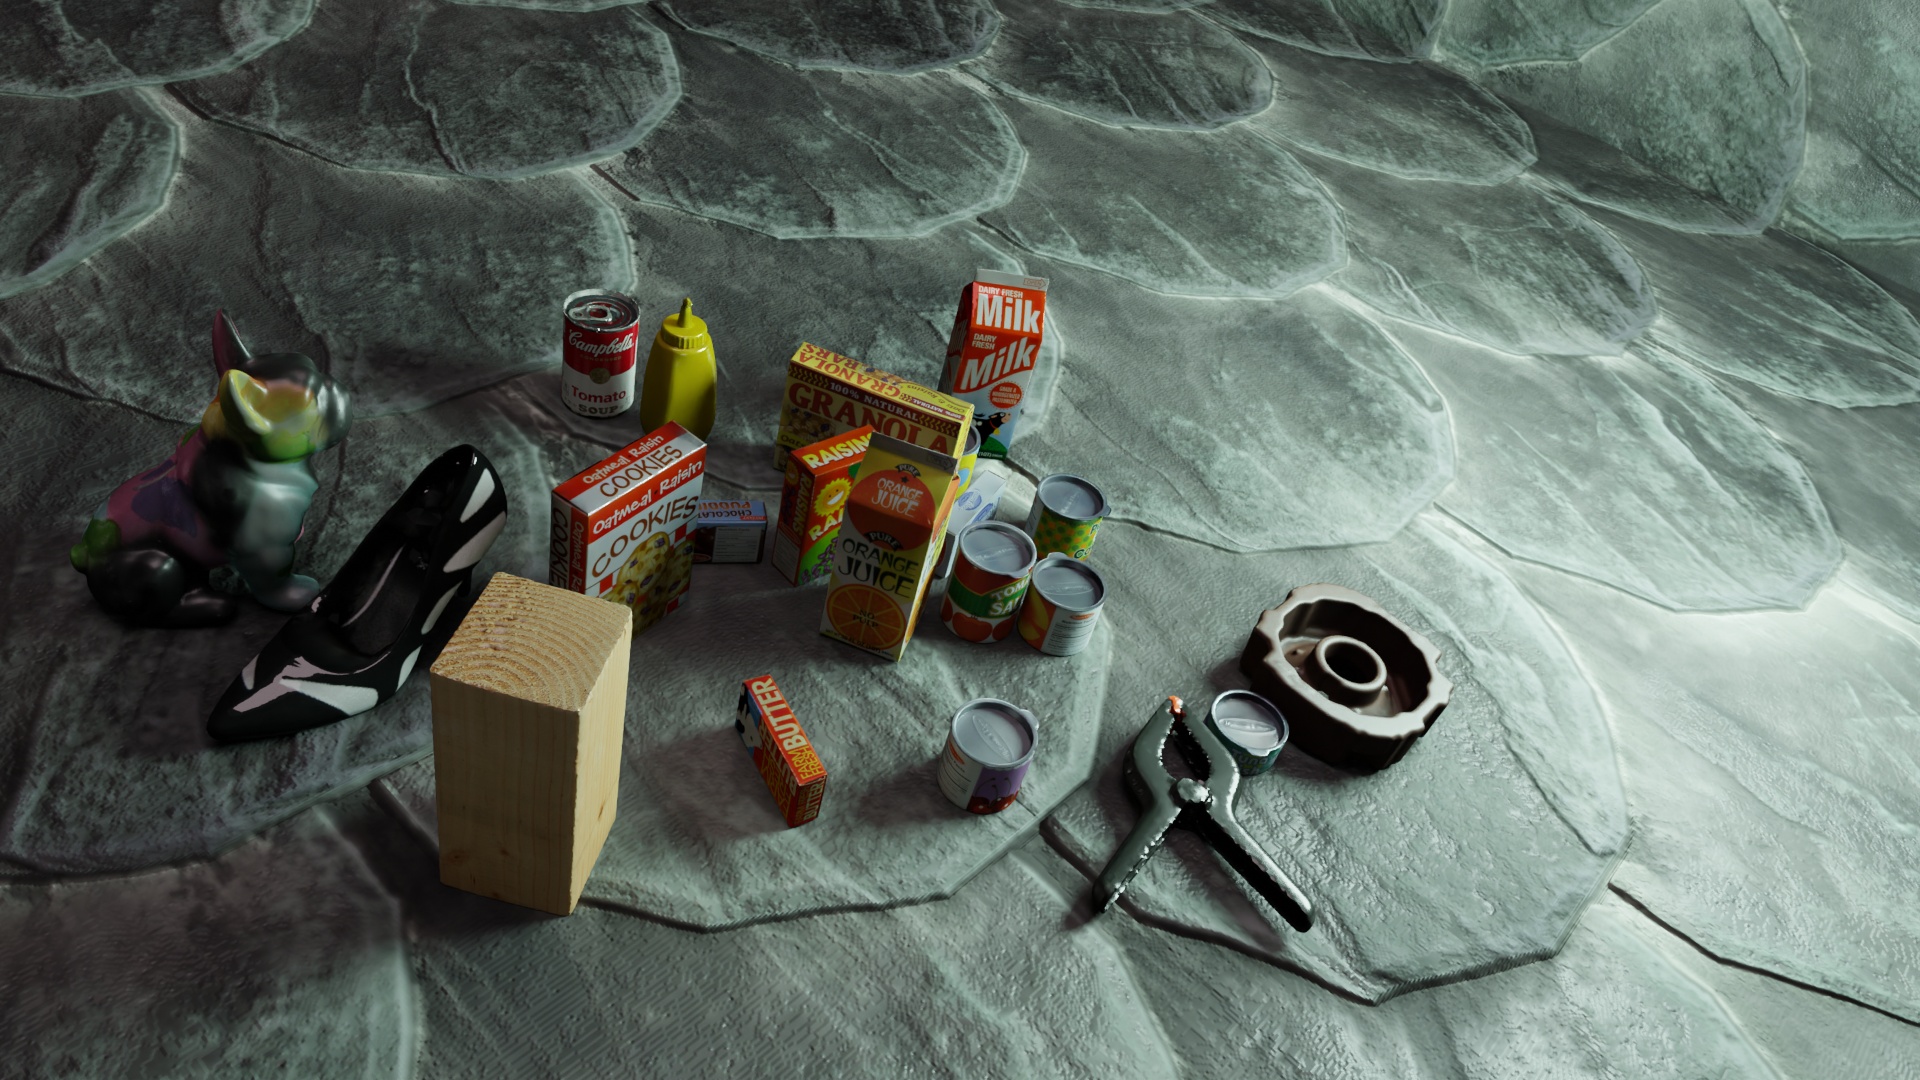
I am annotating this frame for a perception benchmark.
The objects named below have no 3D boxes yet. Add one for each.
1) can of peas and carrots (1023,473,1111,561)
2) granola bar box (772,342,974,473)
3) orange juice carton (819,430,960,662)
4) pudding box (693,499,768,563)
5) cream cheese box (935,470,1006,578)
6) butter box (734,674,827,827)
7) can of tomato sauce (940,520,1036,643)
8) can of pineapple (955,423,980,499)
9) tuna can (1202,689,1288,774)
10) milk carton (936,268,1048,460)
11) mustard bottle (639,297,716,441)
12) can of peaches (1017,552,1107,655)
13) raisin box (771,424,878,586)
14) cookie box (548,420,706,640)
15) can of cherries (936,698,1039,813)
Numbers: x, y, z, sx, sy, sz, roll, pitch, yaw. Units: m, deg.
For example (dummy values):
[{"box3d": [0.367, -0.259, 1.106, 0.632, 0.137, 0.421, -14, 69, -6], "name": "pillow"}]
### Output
[{"box3d": [0.098, -0.019, 1.278, 0.071, 0.058, 0.071, 9, 40, -8], "name": "can of peas and carrots"}, {"box3d": [-0.082, -0.094, 1.256, 0.166, 0.123, 0.039, 21, 40, 6], "name": "granola bar box"}, {"box3d": [-0.054, -0.001, 1.105, 0.072, 0.191, 0.073, 20, 40, 5], "name": "orange juice carton"}, {"box3d": [-0.208, -0.008, 1.173, 0.084, 0.049, 0.030, 0, 42, -18], "name": "pudding box"}, {"box3d": [0.004, -0.016, 1.248, 0.024, 0.053, 0.104, 27, 41, 13], "name": "cream cheese box"}, {"box3d": [-0.131, 0.152, 1.010, 0.024, 0.052, 0.104, -12, 47, -30], "name": "butter box"}, {"box3d": [0.024, 0.037, 1.171, 0.071, 0.082, 0.071, 9, 40, -8], "name": "can of tomato sauce"}, {"box3d": [-0.017, -0.079, 1.311, 0.071, 0.057, 0.071, 9, 40, -8], "name": "can of pineapple"}, {"box3d": [0.232, 0.159, 1.136, 0.071, 0.032, 0.071, 9, 40, -8], "name": "tuna can"}, {"box3d": [0.028, -0.175, 1.334, 0.072, 0.189, 0.074, 6, 41, -12], "name": "milk carton"}, {"box3d": [-0.249, -0.152, 1.241, 0.065, 0.159, 0.049, -24, 54, -38], "name": "mustard bottle"}, {"box3d": [0.086, 0.055, 1.189, 0.071, 0.057, 0.071, 9, 40, -8], "name": "can of peaches"}, {"box3d": [-0.109, -0.030, 1.173, 0.086, 0.122, 0.040, -22, 53, -37], "name": "raisin box"}, {"box3d": [-0.254, 0.006, 1.051, 0.040, 0.166, 0.123, 31, 42, 18], "name": "cookie box"}, {"box3d": [0.022, 0.162, 1.044, 0.071, 0.058, 0.072, 9, 40, -8], "name": "can of cherries"}]
